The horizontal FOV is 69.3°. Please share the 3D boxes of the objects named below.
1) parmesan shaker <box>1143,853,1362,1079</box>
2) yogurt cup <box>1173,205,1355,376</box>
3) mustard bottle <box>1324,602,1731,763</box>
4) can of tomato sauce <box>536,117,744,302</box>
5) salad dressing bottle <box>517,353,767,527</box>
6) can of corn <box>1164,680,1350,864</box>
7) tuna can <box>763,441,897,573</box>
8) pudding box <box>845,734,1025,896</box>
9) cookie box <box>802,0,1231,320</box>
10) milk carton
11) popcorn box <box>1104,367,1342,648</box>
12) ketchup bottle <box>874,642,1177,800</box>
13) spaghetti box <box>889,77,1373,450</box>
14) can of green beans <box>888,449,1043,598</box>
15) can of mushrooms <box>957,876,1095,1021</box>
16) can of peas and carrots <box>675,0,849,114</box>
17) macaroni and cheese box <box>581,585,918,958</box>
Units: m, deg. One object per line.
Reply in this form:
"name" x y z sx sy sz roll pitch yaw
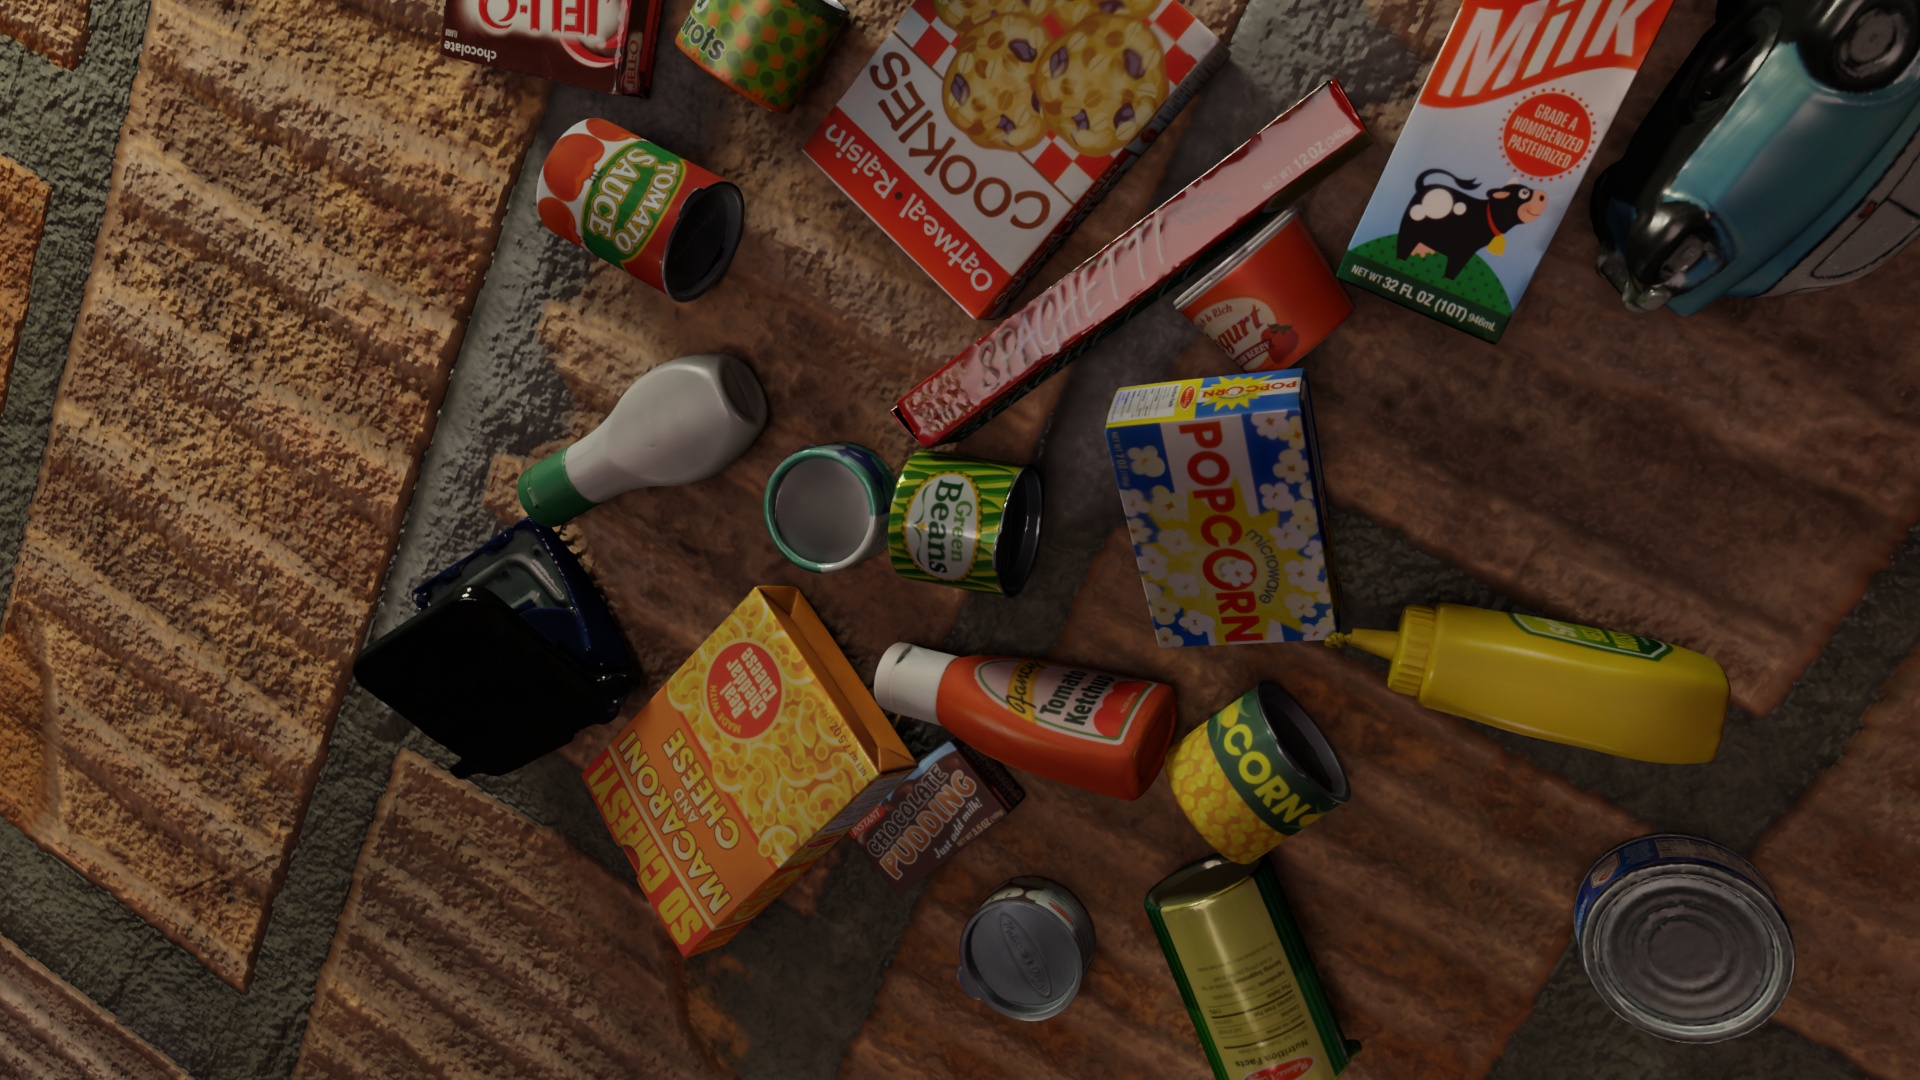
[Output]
"parmesan shaker" 0.140 0.208 0.668 0.071 0.071 0.103 -22 90 22
"yogurt cup" 0.137 -0.107 0.617 0.072 0.072 0.054 -39 93 22
"mustard bottle" 0.239 0.056 0.600 0.160 0.065 0.048 11 100 12
"can of tomato sauce" -0.165 -0.171 0.713 0.083 0.071 0.071 29 108 14
"salad dressing bottle" -0.175 -0.051 0.752 0.147 0.044 0.064 -24 92 23
"can of corn" 0.137 0.109 0.648 0.058 0.071 0.071 -41 84 22
"tuna can" -0.068 -0.019 0.723 0.071 0.033 0.071 4 101 19
"pudding box" -0.014 0.142 0.731 0.083 0.030 0.050 -41 83 21
"cookie box" 0.023 -0.205 0.655 0.123 0.040 0.167 46 110 8
"milk carton" 0.229 -0.182 0.565 0.072 0.073 0.190 27 107 14
"popcorn box" 0.121 -0.012 0.625 0.085 0.038 0.126 -5 124 20
"ketchup bottle" 0.029 0.084 0.691 0.149 0.065 0.043 11 125 27
"spaghetti box" 0.075 -0.121 0.644 0.249 0.050 0.028 -34 86 22
"can of green beans" 0.003 -0.009 0.680 0.058 0.071 0.071 9 102 19
"can of mushrooms" 0.033 0.213 0.724 0.071 0.033 0.071 4 101 19
"can of peas and carrots" -0.099 -0.251 0.675 0.071 0.071 0.058 39 110 10
"macaroni and cheese box" -0.119 0.124 0.746 0.166 0.040 0.124 -45 67 20
